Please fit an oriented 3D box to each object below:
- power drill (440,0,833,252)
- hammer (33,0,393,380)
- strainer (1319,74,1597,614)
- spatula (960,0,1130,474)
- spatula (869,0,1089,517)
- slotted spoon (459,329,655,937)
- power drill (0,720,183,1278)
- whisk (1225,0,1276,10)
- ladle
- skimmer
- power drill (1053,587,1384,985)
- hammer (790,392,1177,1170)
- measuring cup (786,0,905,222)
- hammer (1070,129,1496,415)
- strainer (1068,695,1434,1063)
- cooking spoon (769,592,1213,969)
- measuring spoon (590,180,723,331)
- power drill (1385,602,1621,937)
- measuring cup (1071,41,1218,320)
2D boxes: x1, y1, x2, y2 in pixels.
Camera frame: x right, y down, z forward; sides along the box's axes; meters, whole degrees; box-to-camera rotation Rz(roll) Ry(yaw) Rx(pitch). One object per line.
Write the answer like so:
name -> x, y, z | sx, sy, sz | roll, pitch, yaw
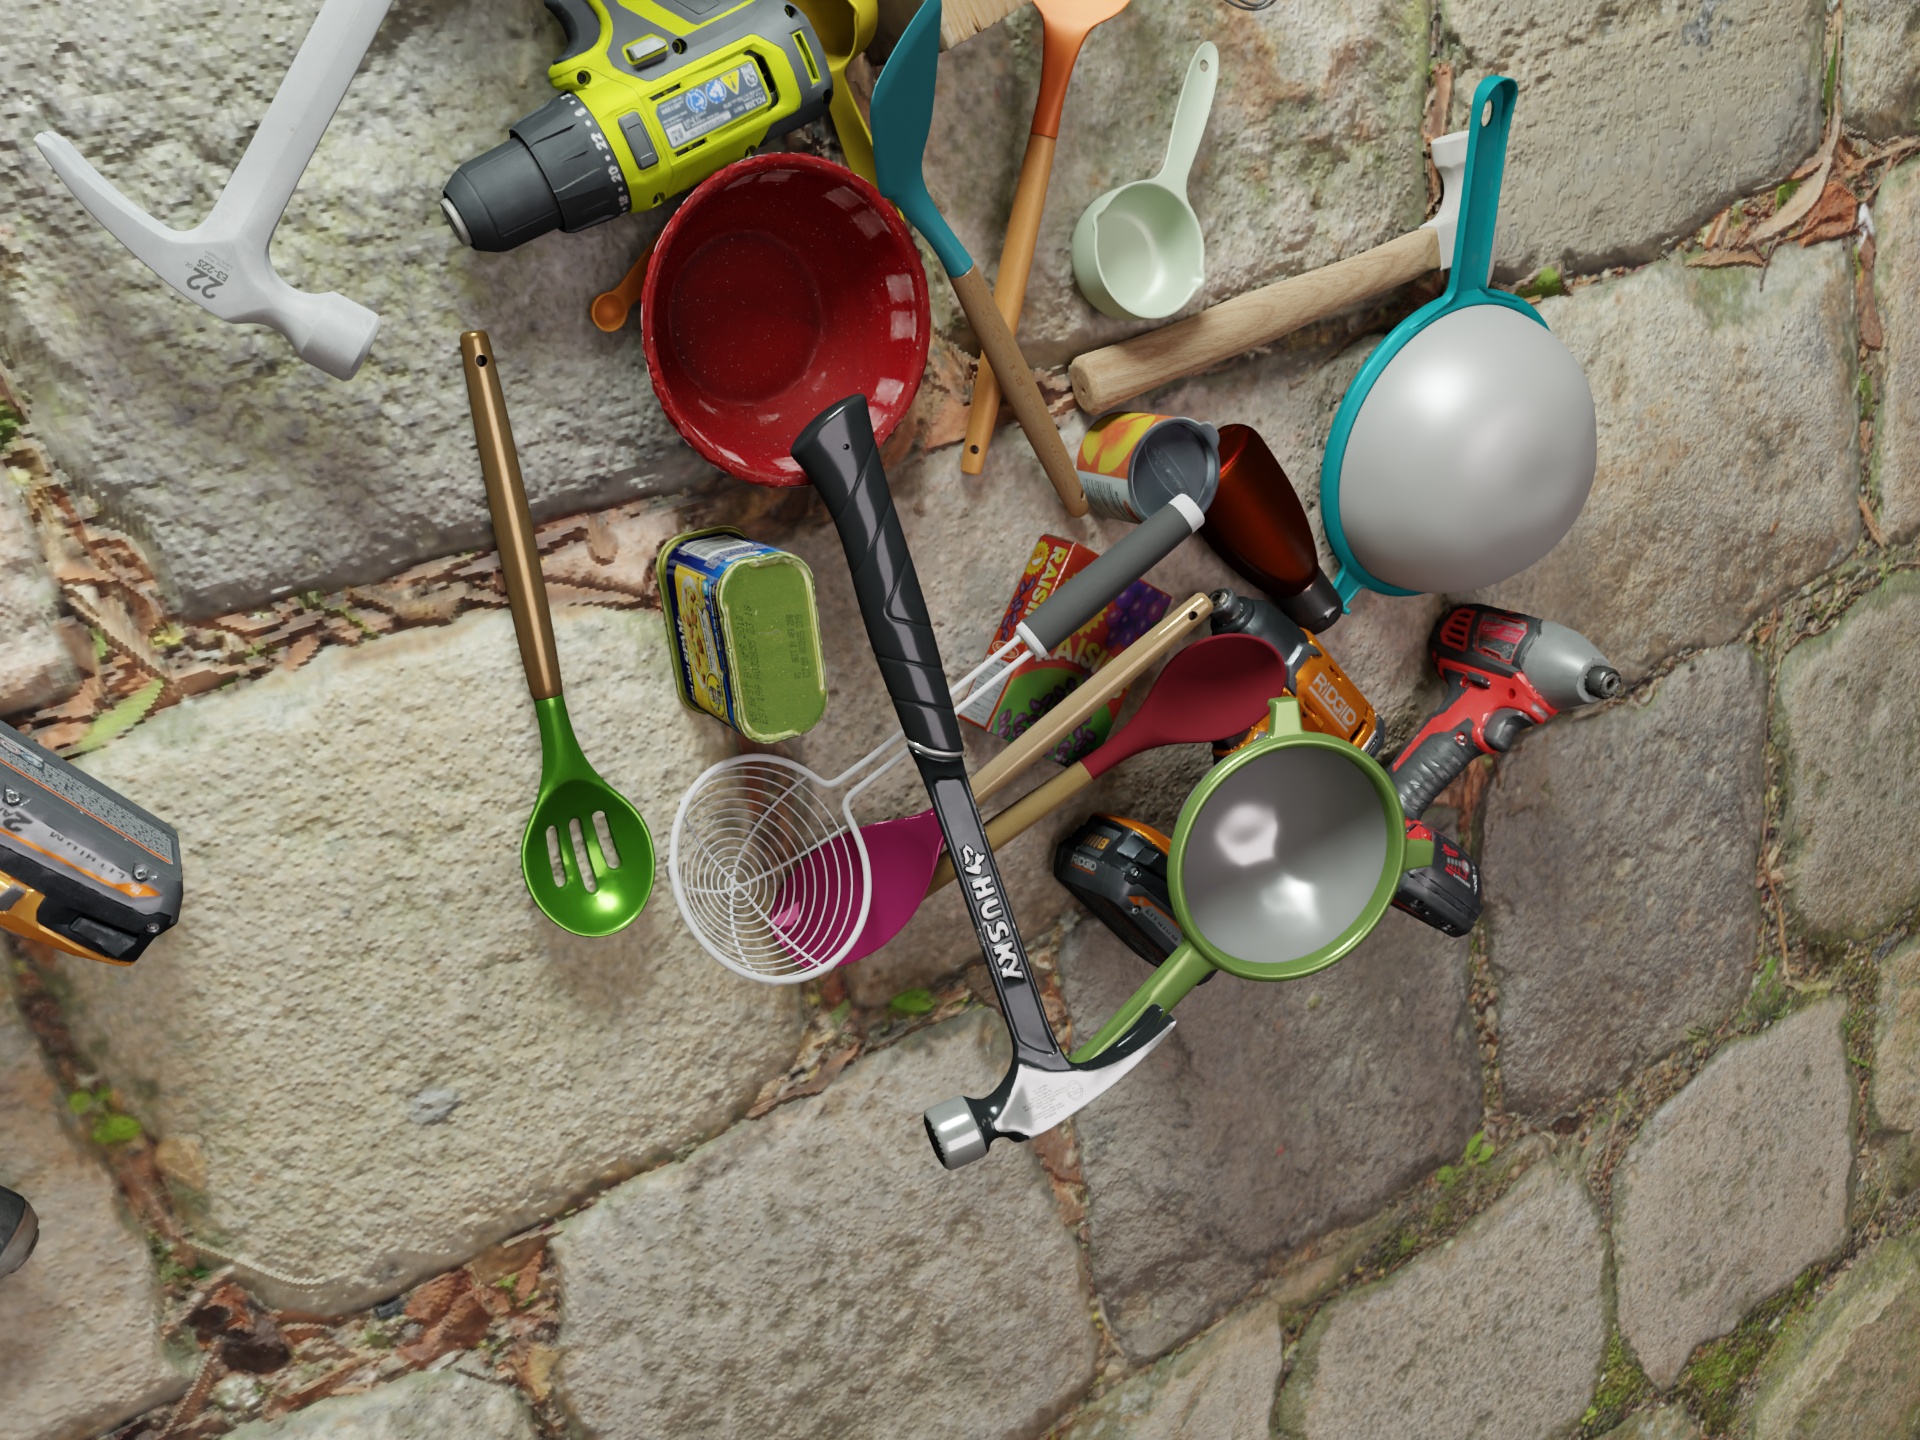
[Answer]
power drill -> -0.182, -0.340, 0.711 | 0.190, 0.080, 0.228 | -32, 119, -14
hammer -> -0.216, -0.343, 0.631 | 0.144, 0.035, 0.405 | 28, 104, -28
strainer -> 0.341, -0.220, 1.000 | 0.211, 0.095, 0.340 | -18, 125, -23
spatula -> 0.041, -0.295, 0.875 | 0.081, 0.041, 0.322 | 14, 106, 4
spatula -> 0.019, -0.217, 0.837 | 0.317, 0.044, 0.082 | 56, 48, -45
slotted spoon -> -0.212, -0.038, 0.806 | 0.070, 0.031, 0.313 | -16, 109, -26
power drill -> -0.437, 0.132, 0.691 | 0.226, 0.084, 0.185 | -50, 122, -5
whisk -> 0.093, -0.472, 0.854 | 0.238, 0.055, 0.055 | 33, 86, -28
ladle -> 0.054, 0.046, 0.943 | 0.315, 0.031, 0.069 | -34, 115, -1
skimmer -> -0.001, -0.003, 0.871 | 0.363, 0.090, 0.127 | -39, 102, -3
power drill -> 0.162, 0.035, 1.015 | 0.164, 0.084, 0.226 | 45, 76, -29
hammer -> -0.002, 0.031, 0.835 | 0.149, 0.036, 0.408 | -20, 104, -12
measuring cup -> -0.052, -0.318, 0.816 | 0.029, 0.062, 0.156 | -53, 137, -31
hammer -> 0.209, -0.258, 0.989 | 0.331, 0.031, 0.130 | -26, 115, -22
strainer -> 0.146, 0.112, 0.940 | 0.151, 0.069, 0.256 | 43, 91, -21
cooking spoon -> 0.021, 0.032, 0.923 | 0.319, 0.017, 0.068 | -40, 97, 1
measuring spoon -> -0.147, -0.241, 0.799 | 0.117, 0.011, 0.021 | -52, 137, -12
power drill -> 0.346, 0.027, 1.083 | 0.078, 0.143, 0.219 | 33, 88, -30
measuring cup -> 0.112, -0.310, 0.918 | 0.083, 0.038, 0.167 | 20, 84, -29
